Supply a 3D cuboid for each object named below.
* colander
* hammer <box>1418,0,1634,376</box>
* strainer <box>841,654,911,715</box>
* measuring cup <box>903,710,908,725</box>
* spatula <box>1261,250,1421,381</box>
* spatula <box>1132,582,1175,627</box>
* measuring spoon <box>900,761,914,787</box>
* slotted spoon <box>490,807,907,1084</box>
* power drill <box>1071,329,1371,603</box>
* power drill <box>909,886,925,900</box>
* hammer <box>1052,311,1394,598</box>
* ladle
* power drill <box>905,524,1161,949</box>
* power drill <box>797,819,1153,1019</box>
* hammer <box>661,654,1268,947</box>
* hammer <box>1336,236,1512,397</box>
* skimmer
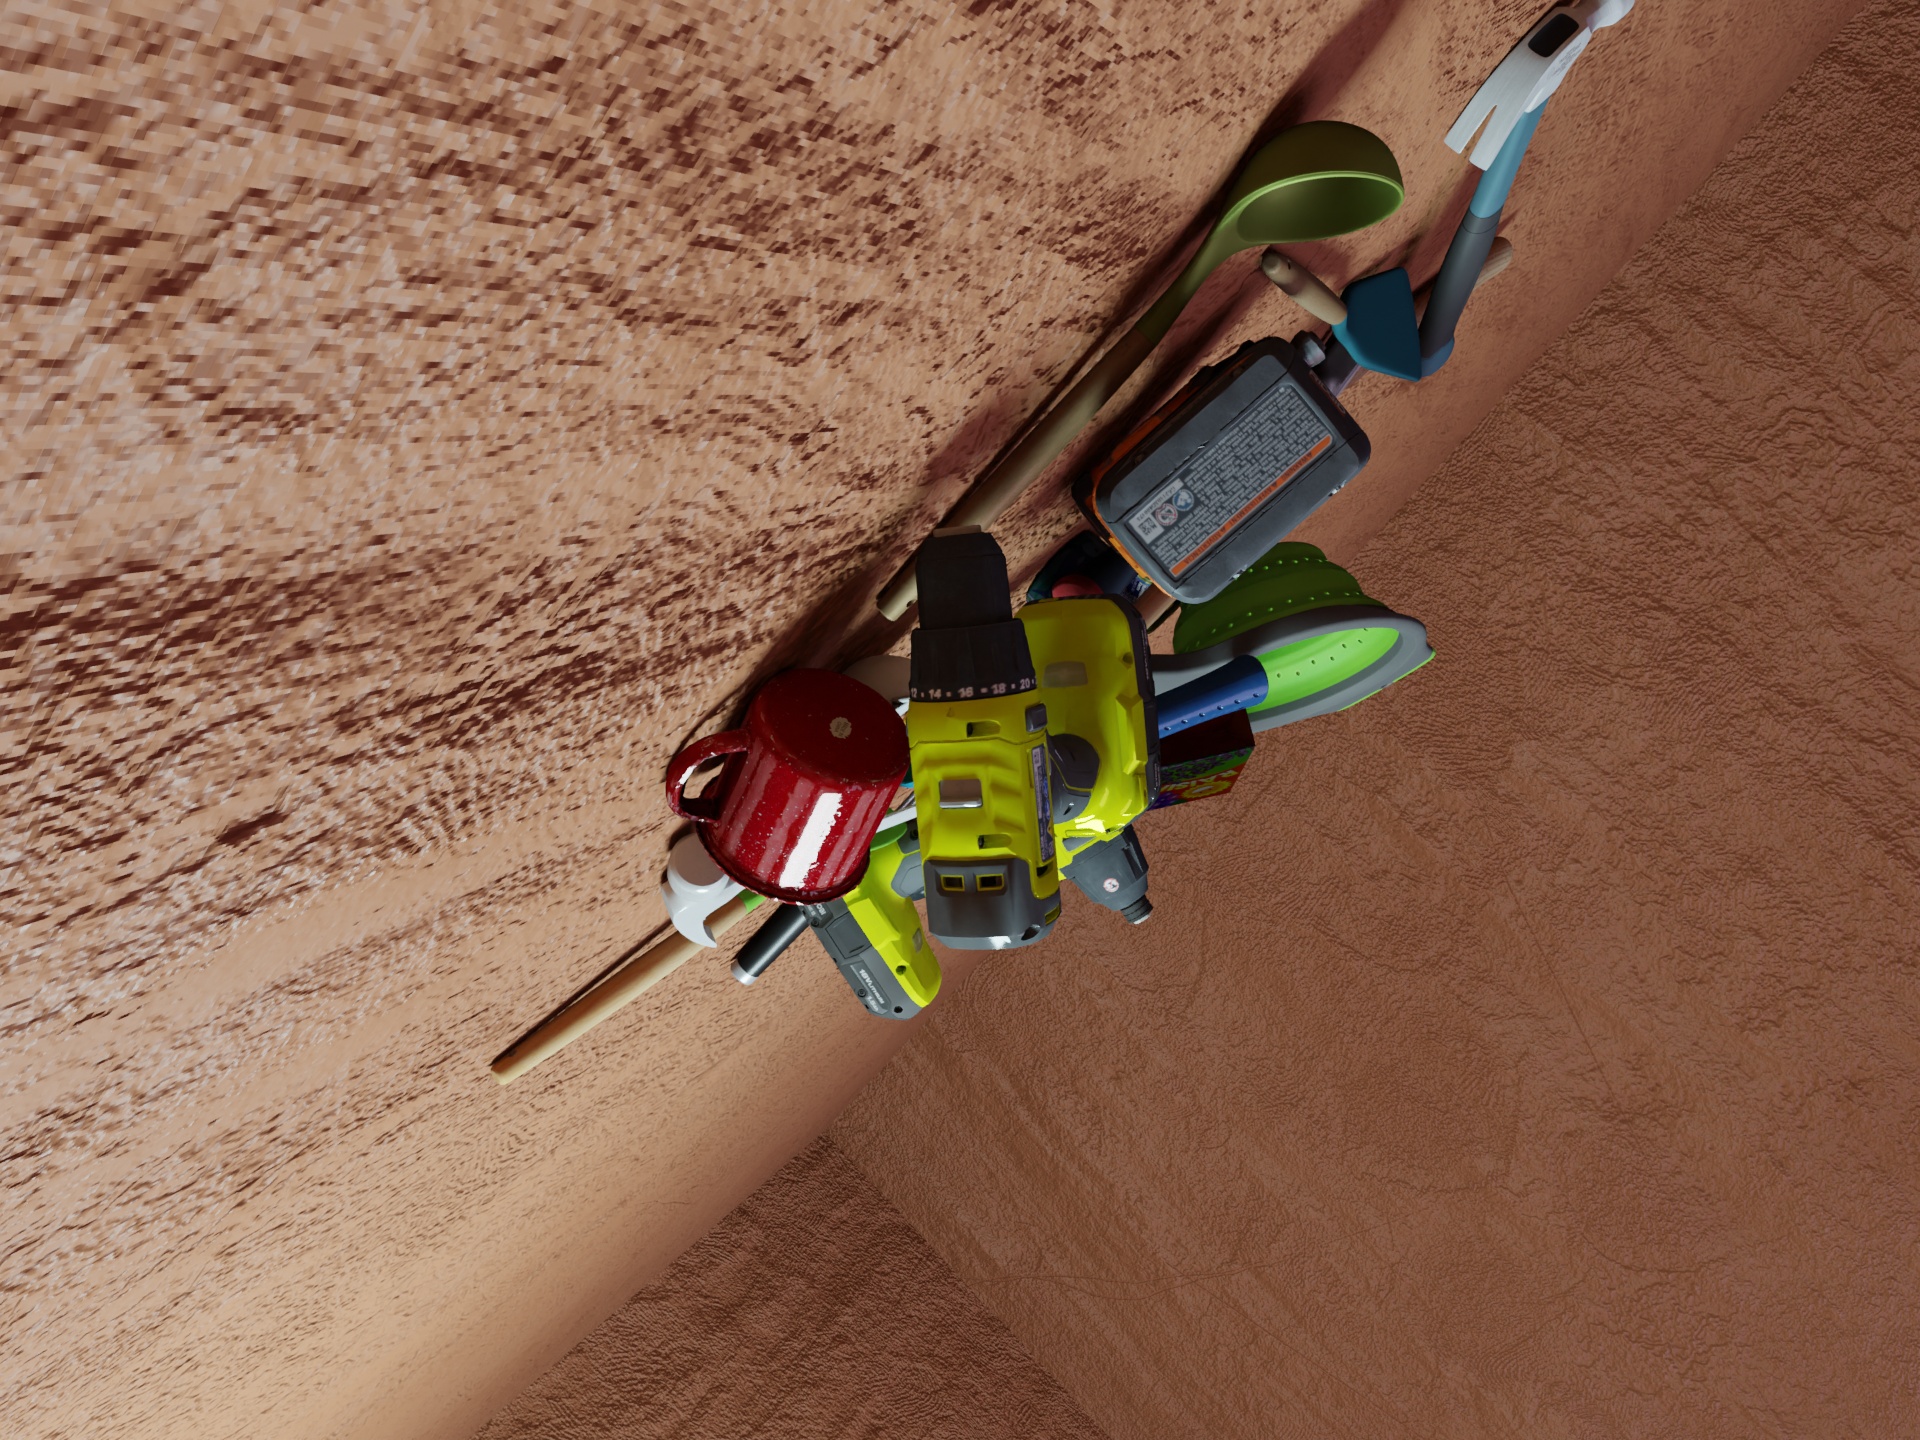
[{"bbox_3d":[0.159,-0.065,1.106,0.397,0.095,0.204,-1,157,-37],"label":"colander"},{"bbox_3d":[0.361,-0.349,1.099,0.128,0.033,0.330,-41,162,-14],"label":"hammer"},{"bbox_3d":[-0.067,0.019,0.909,0.087,0.050,0.258,-35,171,-32],"label":"strainer"},{"bbox_3d":[-0.033,0.007,0.993,0.062,0.029,0.156,-50,173,27],"label":"measuring cup"},{"bbox_3d":[0.243,-0.267,1.008,0.044,0.082,0.317,-7,-178,25],"label":"spatula"},{"bbox_3d":[0.156,-0.109,1.029,0.316,0.018,0.059,-45,169,-40],"label":"spatula"},{"bbox_3d":[-0.002,-0.003,1.085,0.128,0.042,0.021,-50,137,-9],"label":"measuring spoon"},{"bbox_3d":[-0.156,0.129,0.992,0.314,0.031,0.070,-35,-150,-33],"label":"slotted spoon"},{"bbox_3d":[0.138,-0.145,0.830,0.164,0.084,0.226,-41,-171,9],"label":"power drill"},{"bbox_3d":[0.015,0.107,1.430,0.188,0.080,0.226,-29,175,20],"label":"power drill"},{"bbox_3d":[0.177,-0.171,1.061,0.386,0.038,0.143,-42,169,-44],"label":"hammer"},{"bbox_3d":[0.077,-0.156,0.760,0.320,0.062,0.078,-45,161,15],"label":"ladle"},{"bbox_3d":[0.035,-0.004,0.805,0.080,0.190,0.228,-3,-173,21],"label":"power drill"},{"bbox_3d":[0.012,0.109,1.117,0.223,0.171,0.080,-32,-176,14],"label":"power drill"},{"bbox_3d":[0.010,0.041,0.969,0.405,0.035,0.144,-20,164,-21],"label":"hammer"},{"bbox_3d":[0.373,-0.332,1.316,0.331,0.031,0.130,-39,168,-35],"label":"hammer"},{"bbox_3d":[-0.024,0.089,1.207,0.363,0.090,0.127,-46,-163,10],"label":"skimmer"}]
